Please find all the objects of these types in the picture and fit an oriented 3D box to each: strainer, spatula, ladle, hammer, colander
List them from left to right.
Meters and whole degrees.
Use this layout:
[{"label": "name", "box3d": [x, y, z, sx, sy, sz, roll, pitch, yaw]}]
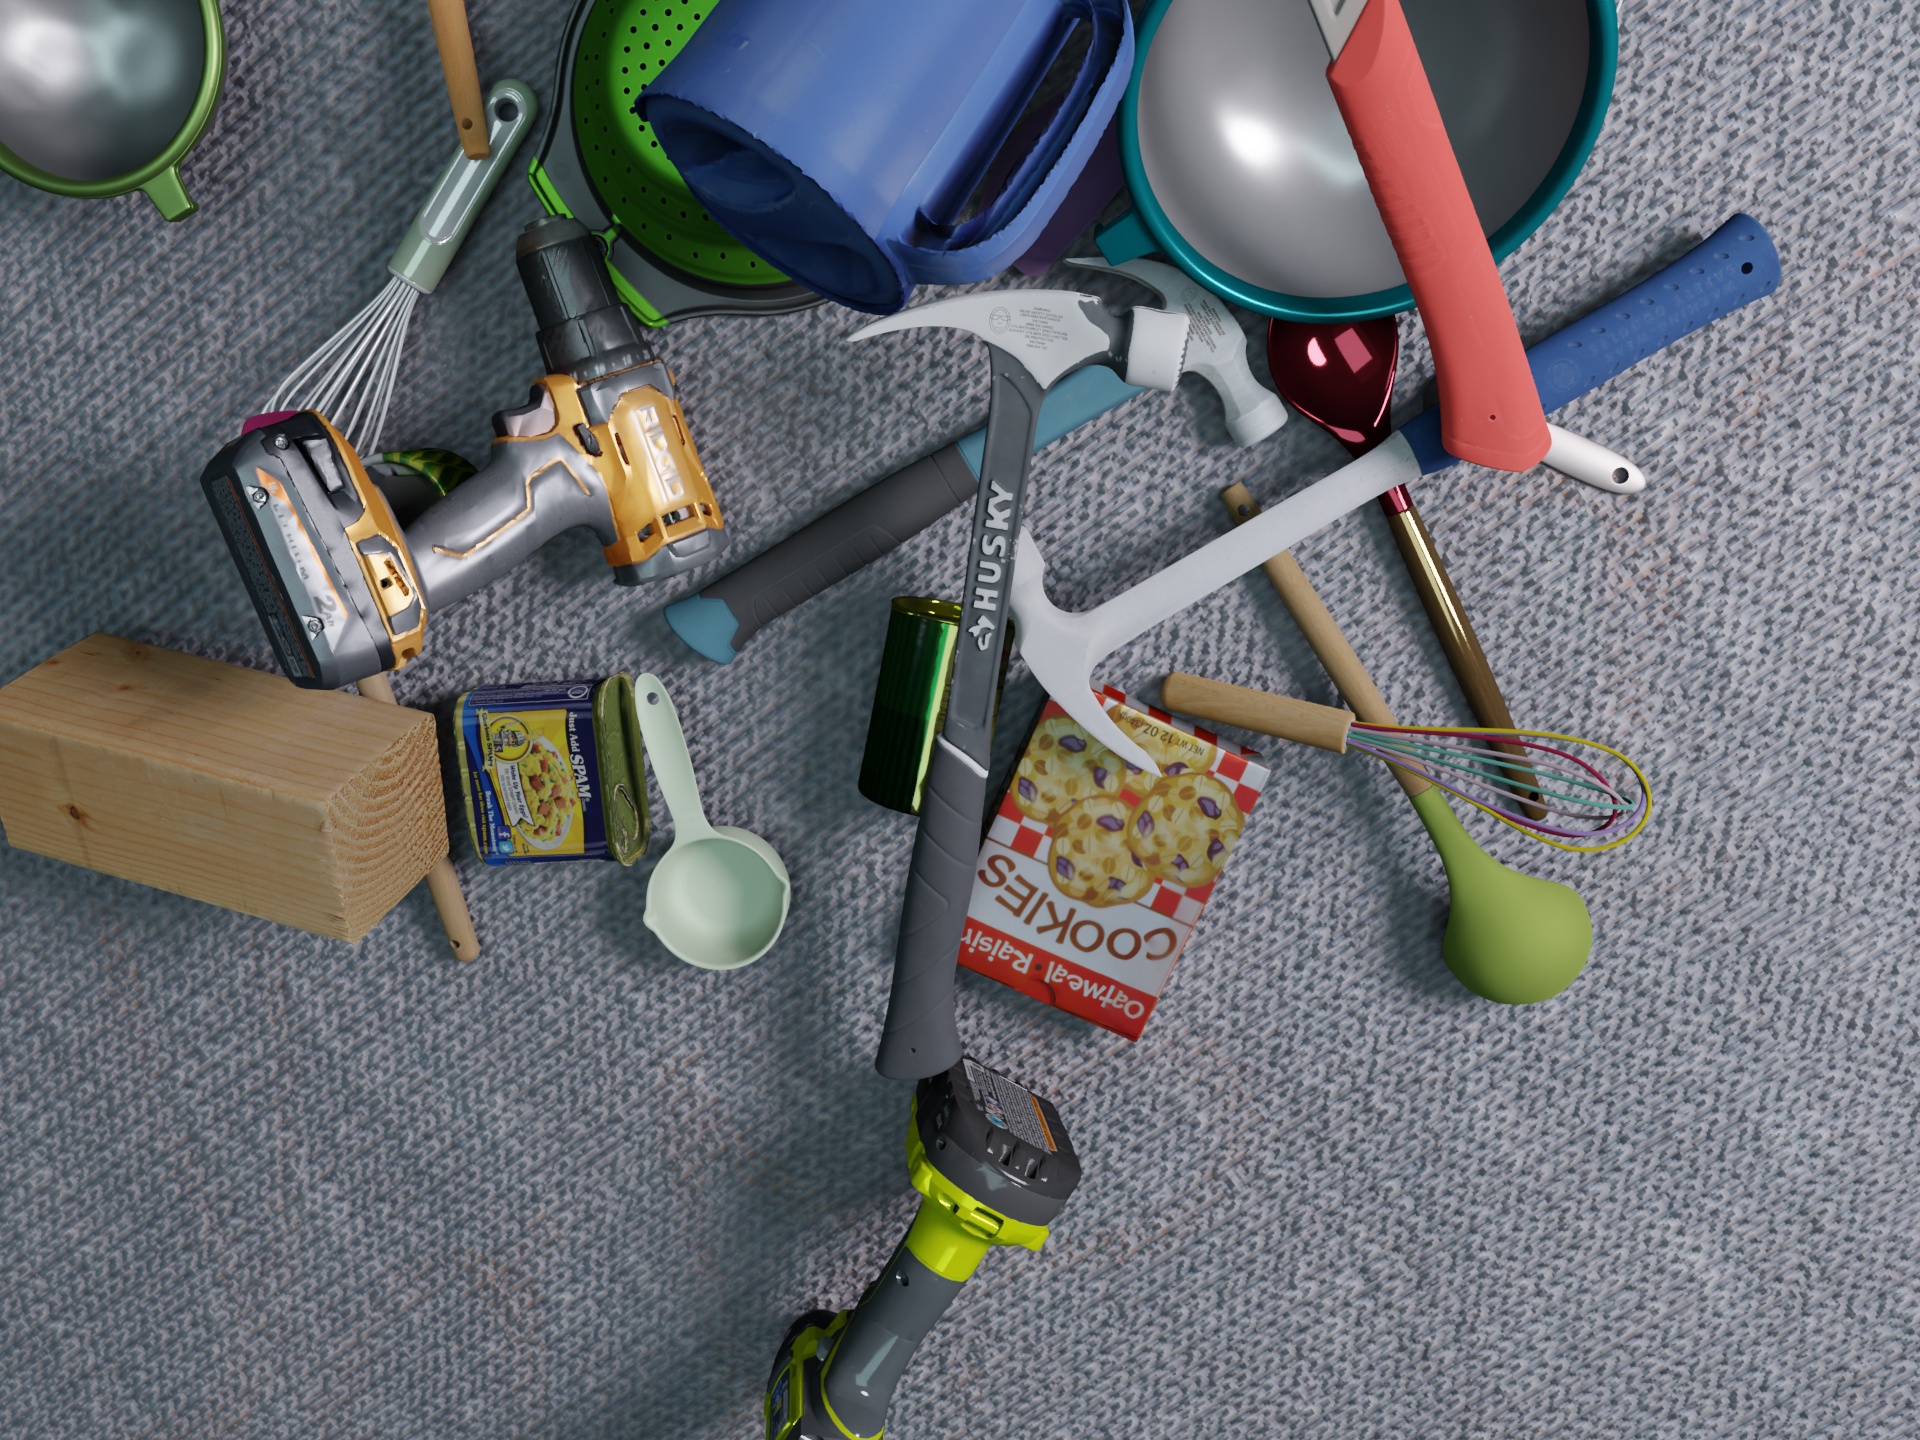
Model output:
[{"label": "strainer", "box3d": [-0.403, -0.381, 0.776, 0.151, 0.069, 0.256, 21, 101, 1]}, {"label": "spatula", "box3d": [-0.270, -0.434, 0.763, 0.081, 0.041, 0.322, -11, 94, 5]}, {"label": "colander", "box3d": [-0.043, -0.350, 0.747, 0.397, 0.094, 0.204, -38, 97, 10]}, {"label": "hammer", "box3d": [-0.006, -0.124, 0.823, 0.331, 0.033, 0.128, -30, 99, 9]}, {"label": "hammer", "box3d": [-0.001, -0.002, 0.769, 0.149, 0.036, 0.408, 11, 111, 4]}, {"label": "spatula", "box3d": [0.122, -0.353, 0.776, 0.060, 0.018, 0.316, 44, 101, 1]}, {"label": "hammer", "box3d": [0.212, -0.120, 0.780, 0.405, 0.035, 0.144, -30, 102, 3]}, {"label": "ladle", "box3d": [0.228, 0.012, 0.838, 0.078, 0.062, 0.320, -32, 91, 16]}, {"label": "strainer", "box3d": [0.185, -0.338, 0.669, 0.211, 0.095, 0.340, 8, 134, -7]}, {"label": "hammer", "box3d": [0.183, -0.253, 0.647, 0.149, 0.037, 0.358, -22, 124, 21]}, {"label": "ladle", "box3d": [0.238, -0.086, 0.819, 0.069, 0.031, 0.315, -27, 101, 0]}]

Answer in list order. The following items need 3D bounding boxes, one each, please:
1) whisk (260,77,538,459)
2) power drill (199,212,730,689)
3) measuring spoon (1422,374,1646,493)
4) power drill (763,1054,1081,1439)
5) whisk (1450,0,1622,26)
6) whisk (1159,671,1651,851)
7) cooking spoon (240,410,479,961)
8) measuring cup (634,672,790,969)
[{"label": "whisk", "box3d": [-0.287, -0.219, 0.814, 0.057, 0.059, 0.246, 32, 97, -13]}, {"label": "power drill", "box3d": [-0.235, -0.131, 0.761, 0.226, 0.084, 0.185, -28, 107, -33]}, {"label": "measuring spoon", "box3d": [0.294, -0.144, 0.808, 0.124, 0.018, 0.034, 24, 102, -2]}, {"label": "power drill", "box3d": [-0.032, 0.296, 0.850, 0.080, 0.171, 0.223, 30, 94, -9]}, {"label": "whisk", "box3d": [0.179, -0.380, 0.732, 0.284, 0.070, 0.070, 21, 102, -8]}, {"label": "whisk", "box3d": [0.214, 0.015, 0.793, 0.245, 0.051, 0.047, 15, 116, 25]}, {"label": "cooking spoon", "box3d": [-0.304, -0.008, 0.834, 0.069, 0.017, 0.318, -3, 116, 14]}, {"label": "measuring cup", "box3d": [-0.143, 0.052, 0.866, 0.083, 0.038, 0.167, -15, 98, 6]}]
